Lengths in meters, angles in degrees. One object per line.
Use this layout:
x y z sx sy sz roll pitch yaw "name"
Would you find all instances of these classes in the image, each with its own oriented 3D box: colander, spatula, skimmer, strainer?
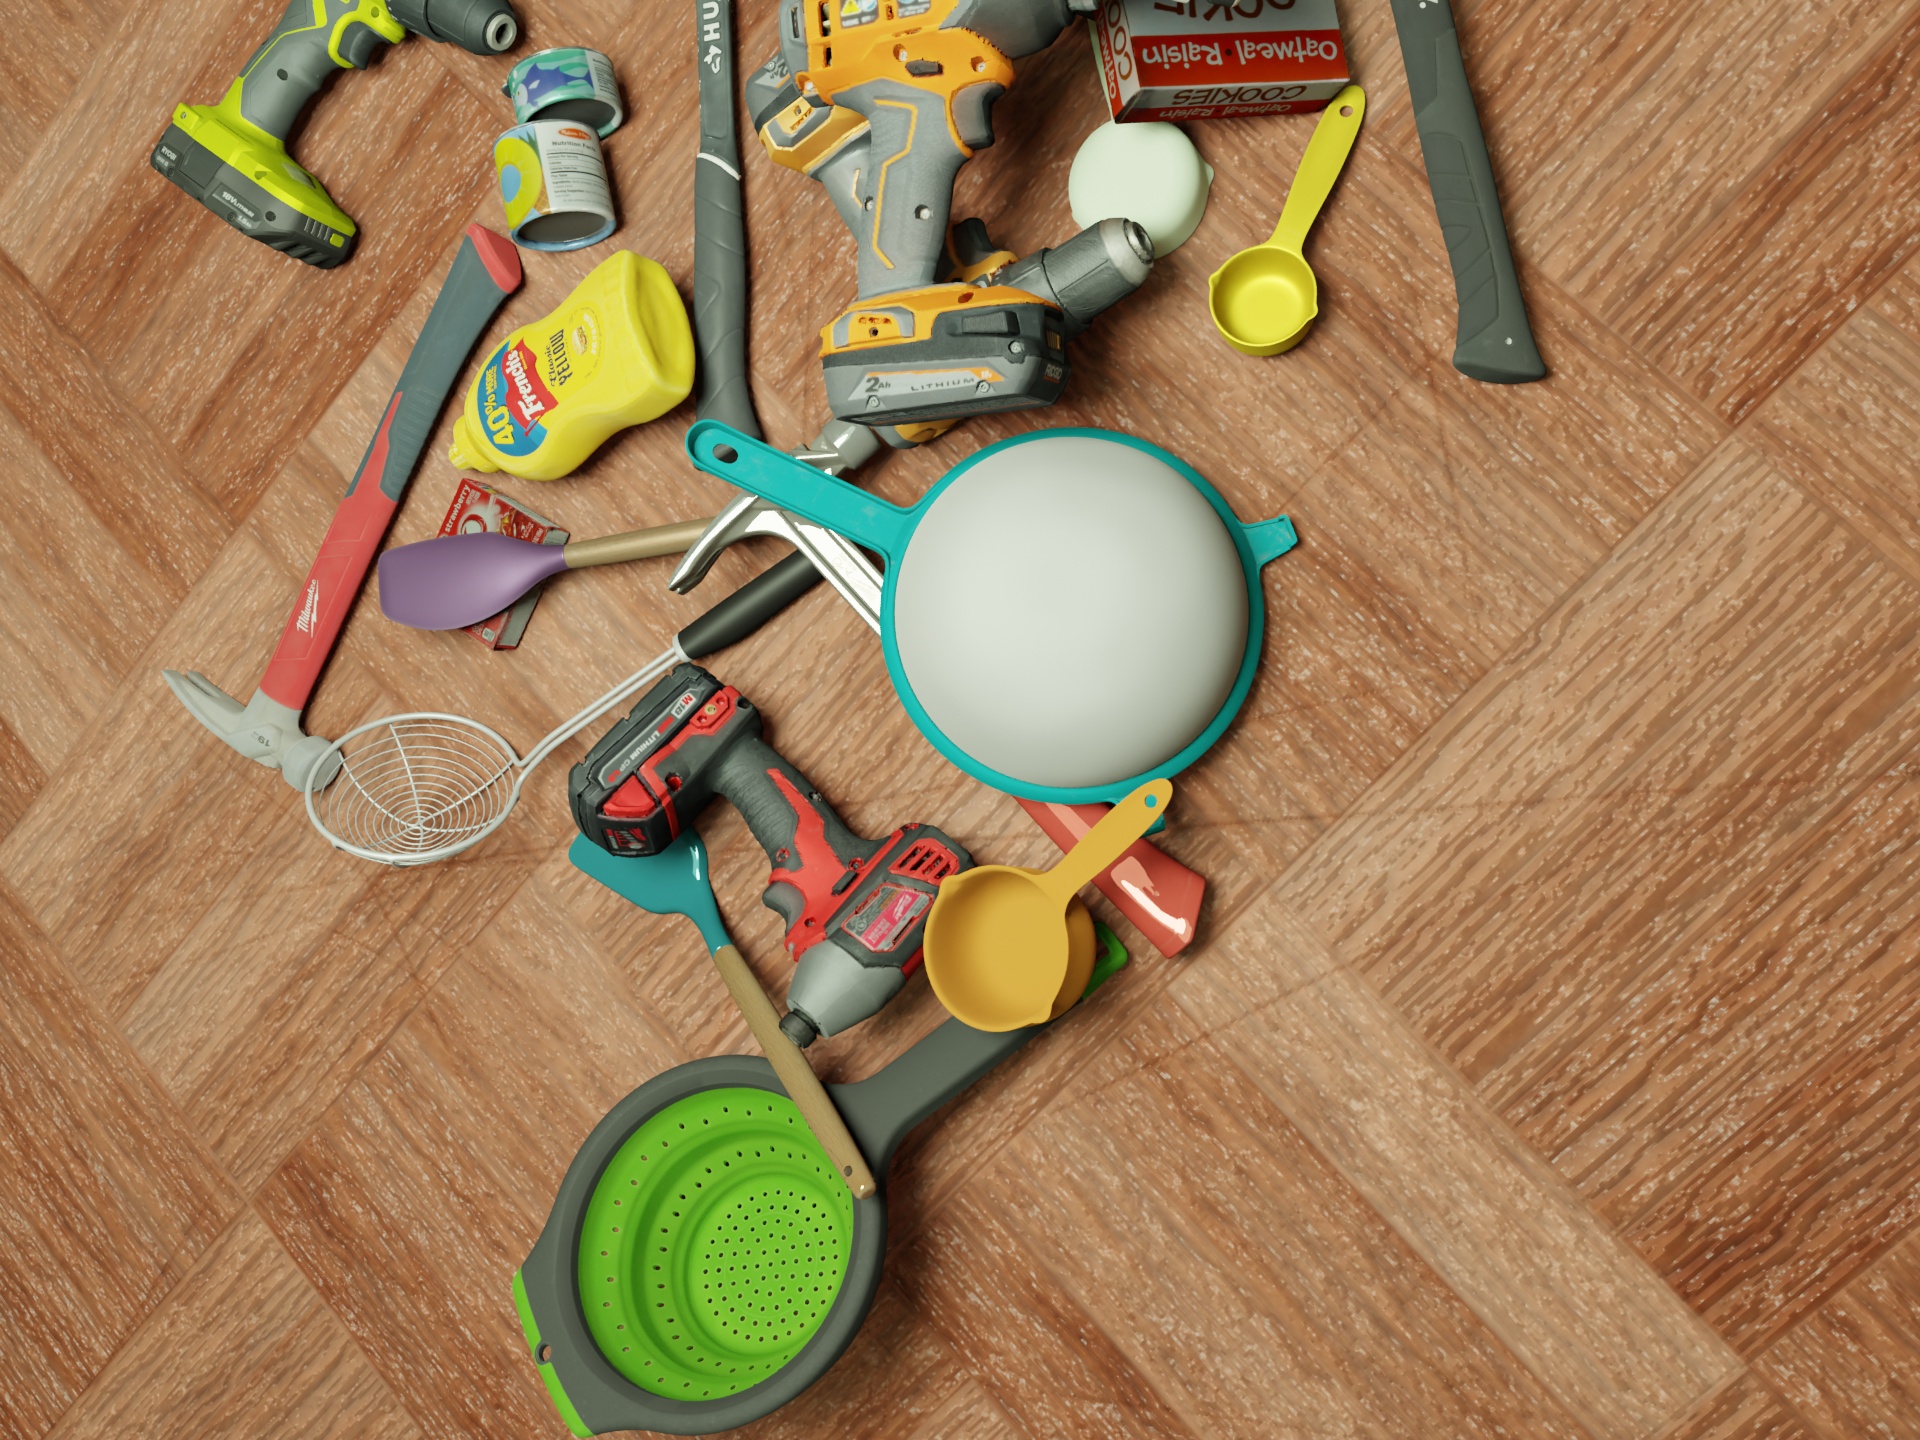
-0.061 0.256 0.918 0.397 0.094 0.205 -36 56 -3 "colander"
-0.136 0.153 0.927 0.082 0.044 0.318 -49 50 10 "spatula"
-0.217 -0.102 0.976 0.316 0.018 0.060 -9 83 13 "spatula"
-0.234 -0.027 0.970 0.363 0.090 0.127 -33 45 14 "skimmer"
0.001 -0.091 0.840 0.340 0.095 0.211 25 85 4 "strainer"

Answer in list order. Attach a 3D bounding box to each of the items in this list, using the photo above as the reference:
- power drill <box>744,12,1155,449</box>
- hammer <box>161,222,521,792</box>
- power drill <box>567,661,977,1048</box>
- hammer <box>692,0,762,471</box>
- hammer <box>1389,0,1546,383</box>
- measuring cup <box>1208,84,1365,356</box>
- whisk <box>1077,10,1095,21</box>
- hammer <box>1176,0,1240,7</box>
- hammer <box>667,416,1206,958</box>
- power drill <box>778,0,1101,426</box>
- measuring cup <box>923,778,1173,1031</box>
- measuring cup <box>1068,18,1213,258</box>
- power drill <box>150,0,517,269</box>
-0.007 -0.290 0.883 0.185 0.084 0.226 -25 85 31 "power drill"
-0.402 -0.153 1.054 0.143 0.038 0.386 31 100 18 "hammer"
-0.112 0.079 0.911 0.220 0.078 0.143 35 67 14 "power drill"
-0.153 -0.358 0.970 0.149 0.036 0.409 -1 90 20 "hammer"
0.249 -0.337 0.818 0.146 0.035 0.335 -14 91 -4 "hammer"
0.185 -0.270 0.865 0.062 0.029 0.156 23 86 17 "measuring cup"
-0.004 -0.410 0.838 0.295 0.073 0.073 10 94 -18 "whisk"
0.090 -0.499 0.806 0.127 0.034 0.337 11 64 -7 "hammer"
-0.001 -0.003 0.900 0.149 0.036 0.359 -43 82 4 "hammer"
-0.001 -0.272 0.802 0.164 0.084 0.226 -3 94 21 "power drill"
0.058 0.093 0.848 0.173 0.052 0.095 -45 65 16 "measuring cup"
0.088 -0.342 0.884 0.083 0.038 0.167 -12 89 19 "measuring cup"
-0.405 -0.418 1.034 0.191 0.080 0.228 36 99 15 "power drill"
